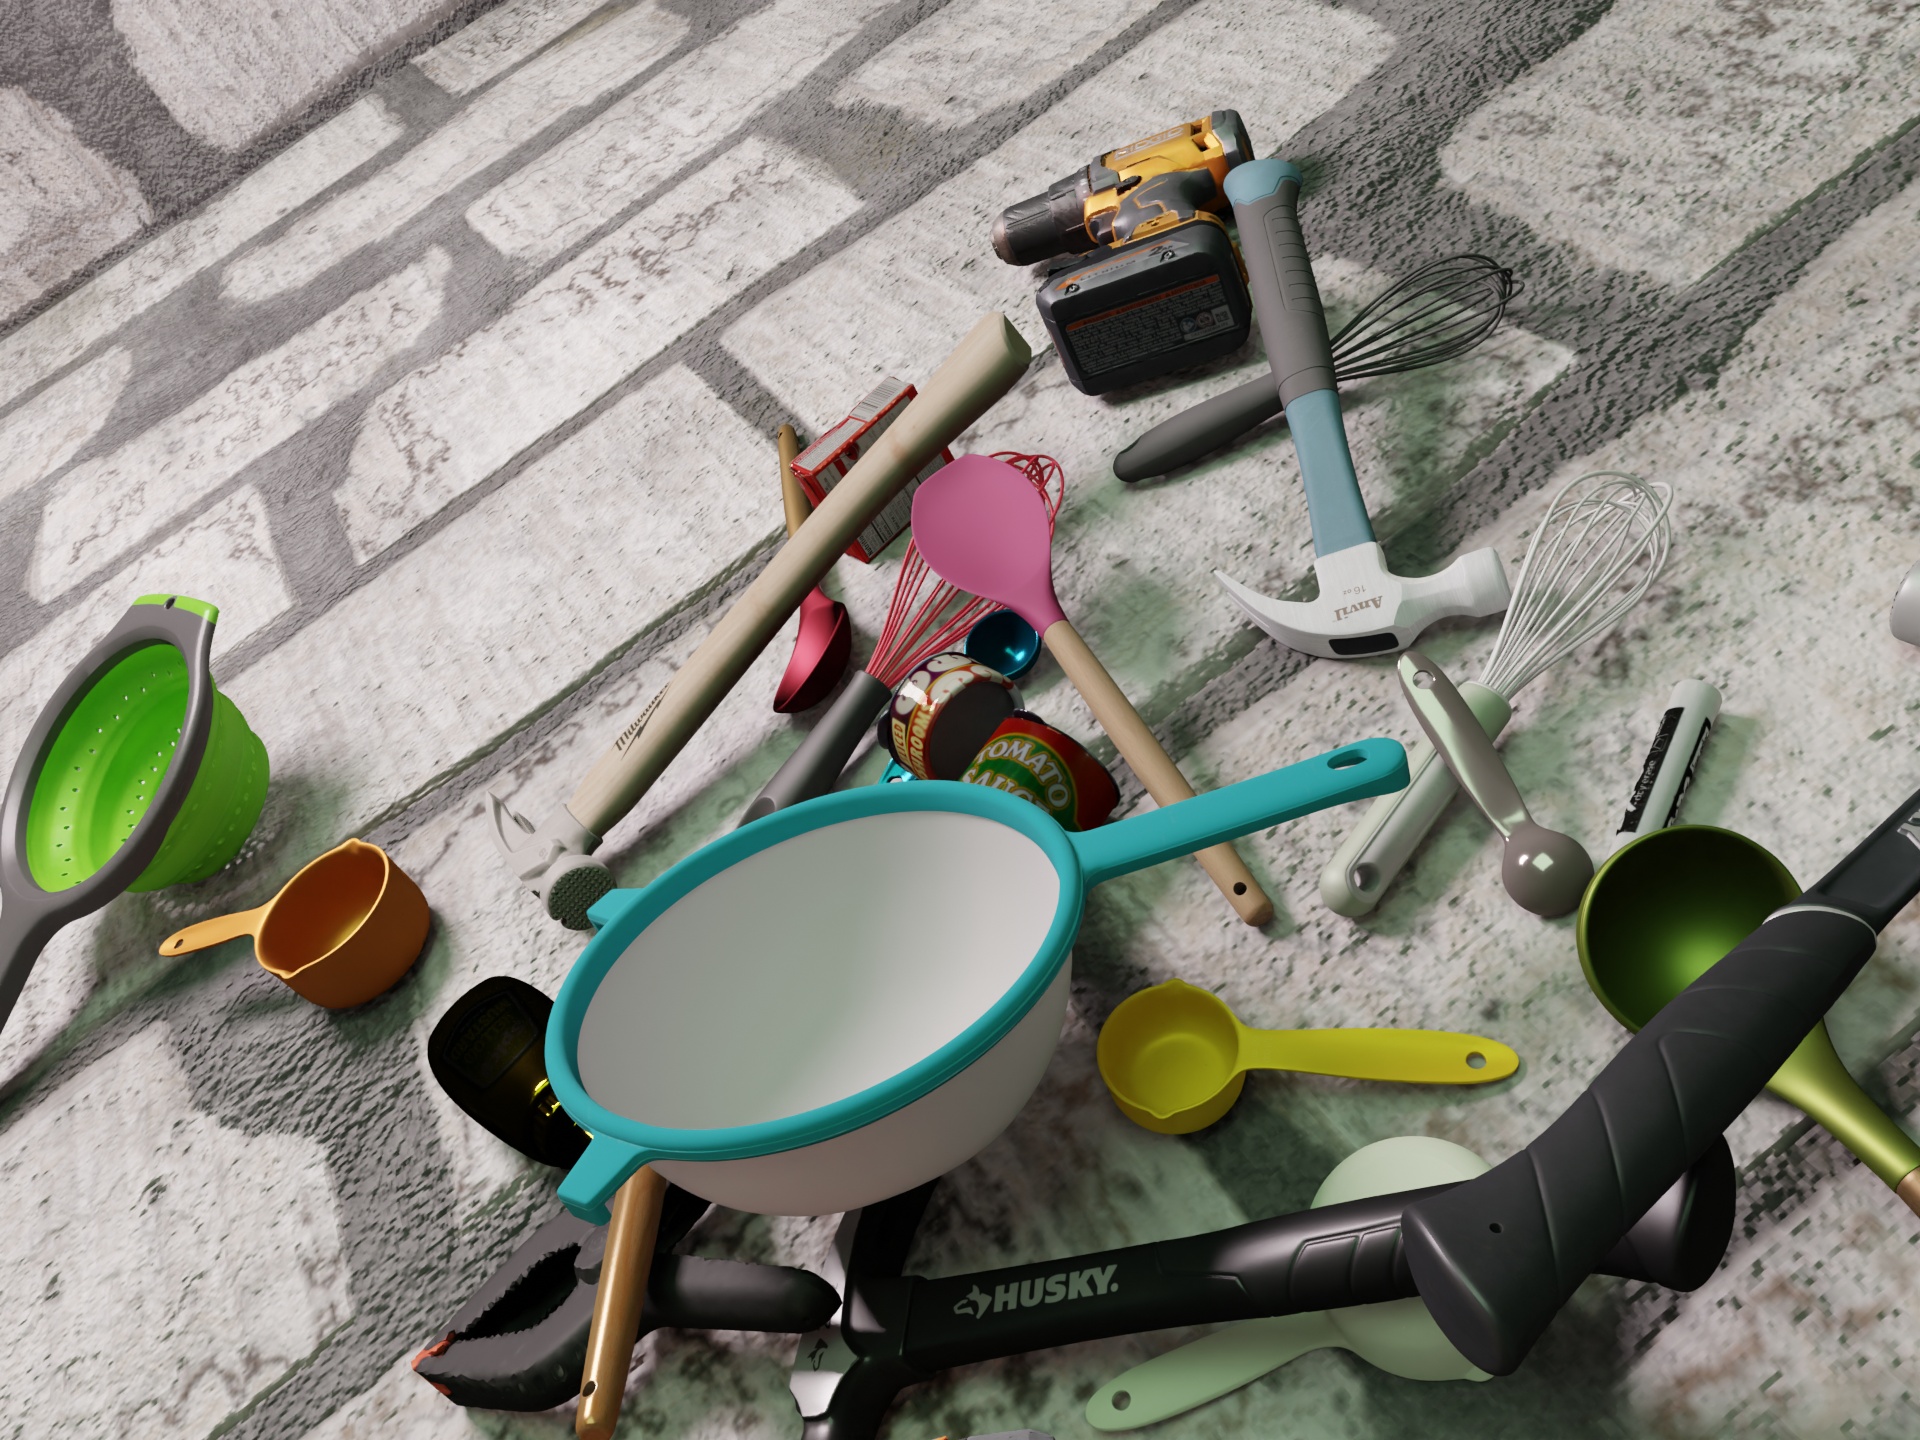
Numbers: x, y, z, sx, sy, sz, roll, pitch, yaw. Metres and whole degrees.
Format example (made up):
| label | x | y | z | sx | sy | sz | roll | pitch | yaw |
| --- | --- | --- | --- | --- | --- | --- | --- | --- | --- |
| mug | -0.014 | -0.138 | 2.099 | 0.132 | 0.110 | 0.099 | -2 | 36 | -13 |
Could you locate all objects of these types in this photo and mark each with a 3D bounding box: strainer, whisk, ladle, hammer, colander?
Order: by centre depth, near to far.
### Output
| label | x | y | z | sx | sy | sz | roll | pitch | yaw |
| --- | --- | --- | --- | --- | --- | --- | --- | --- | --- |
| ladle | 0.297 | 0.149 | 0.460 | 0.078 | 0.062 | 0.321 | -33 | 43 | 2 |
| hammer | 0.276 | 0.059 | 0.485 | 0.409 | 0.036 | 0.149 | -30 | 40 | -29 |
| hammer | 0.082 | 0.181 | 0.531 | 0.335 | 0.035 | 0.146 | -22 | 38 | 30 |
| strainer | 0.017 | 0.098 | 0.615 | 0.340 | 0.095 | 0.211 | -19 | 27 | -1 |
| whisk | 0.229 | -0.014 | 0.676 | 0.246 | 0.057 | 0.059 | -50 | 9 | -14 |
| hammer | 0.181 | -0.174 | 0.823 | 0.128 | 0.033 | 0.331 | -18 | 55 | 21 |
| whisk | -0.035 | -0.035 | 0.856 | 0.073 | 0.073 | 0.296 | 20 | 68 | 43 |
| whisk | 0.193 | -0.188 | 0.875 | 0.239 | 0.055 | 0.055 | -25 | 40 | 15 |
| hammer | -0.109 | -0.071 | 0.894 | 0.410 | 0.038 | 0.146 | -50 | 35 | -7 |
| ladle | -0.099 | -0.106 | 0.985 | 0.069 | 0.031 | 0.316 | -48 | 31 | 25 |
| colander | -0.548 | 0.116 | 1.014 | 0.205 | 0.094 | 0.397 | 9 | 73 | 37 |

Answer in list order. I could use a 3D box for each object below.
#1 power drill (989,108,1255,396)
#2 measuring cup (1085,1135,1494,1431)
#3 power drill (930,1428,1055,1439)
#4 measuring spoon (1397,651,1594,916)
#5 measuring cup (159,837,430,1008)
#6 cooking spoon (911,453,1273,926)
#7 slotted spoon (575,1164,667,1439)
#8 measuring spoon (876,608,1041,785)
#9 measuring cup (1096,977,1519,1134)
| label | x | y | z | sx | sy | sz | roll | pitch | yaw |
| --- | --- | --- | --- | --- | --- | --- | --- | --- | --- |
| power drill | 0.099 | -0.301 | 1.021 | 0.185 | 0.084 | 0.226 | -14 | 39 | 21 |
| measuring cup | 0.113 | 0.197 | 0.538 | 0.167 | 0.038 | 0.083 | -26 | 40 | 4 |
| power drill | -0.066 | 0.298 | 0.479 | 0.226 | 0.164 | 0.084 | -14 | 42 | 2 |
| measuring spoon | 0.209 | 0.021 | 0.633 | 0.034 | 0.018 | 0.124 | -27 | 66 | 0 |
| measuring cup | -0.381 | 0.128 | 0.911 | 0.173 | 0.052 | 0.095 | -14 | 43 | 23 |
| cooking spoon | 0.058 | -0.025 | 0.760 | 0.069 | 0.017 | 0.319 | -34 | 53 | 3 |
| slotted spoon | -0.128 | 0.164 | 0.679 | 0.070 | 0.031 | 0.314 | -27 | 28 | 15 |
| measuring spoon | -0.001 | -0.003 | 0.834 | 0.042 | 0.021 | 0.128 | 31 | 79 | 33 |
| measuring cup | 0.131 | 0.134 | 0.610 | 0.156 | 0.029 | 0.062 | -1 | 48 | 16 |
